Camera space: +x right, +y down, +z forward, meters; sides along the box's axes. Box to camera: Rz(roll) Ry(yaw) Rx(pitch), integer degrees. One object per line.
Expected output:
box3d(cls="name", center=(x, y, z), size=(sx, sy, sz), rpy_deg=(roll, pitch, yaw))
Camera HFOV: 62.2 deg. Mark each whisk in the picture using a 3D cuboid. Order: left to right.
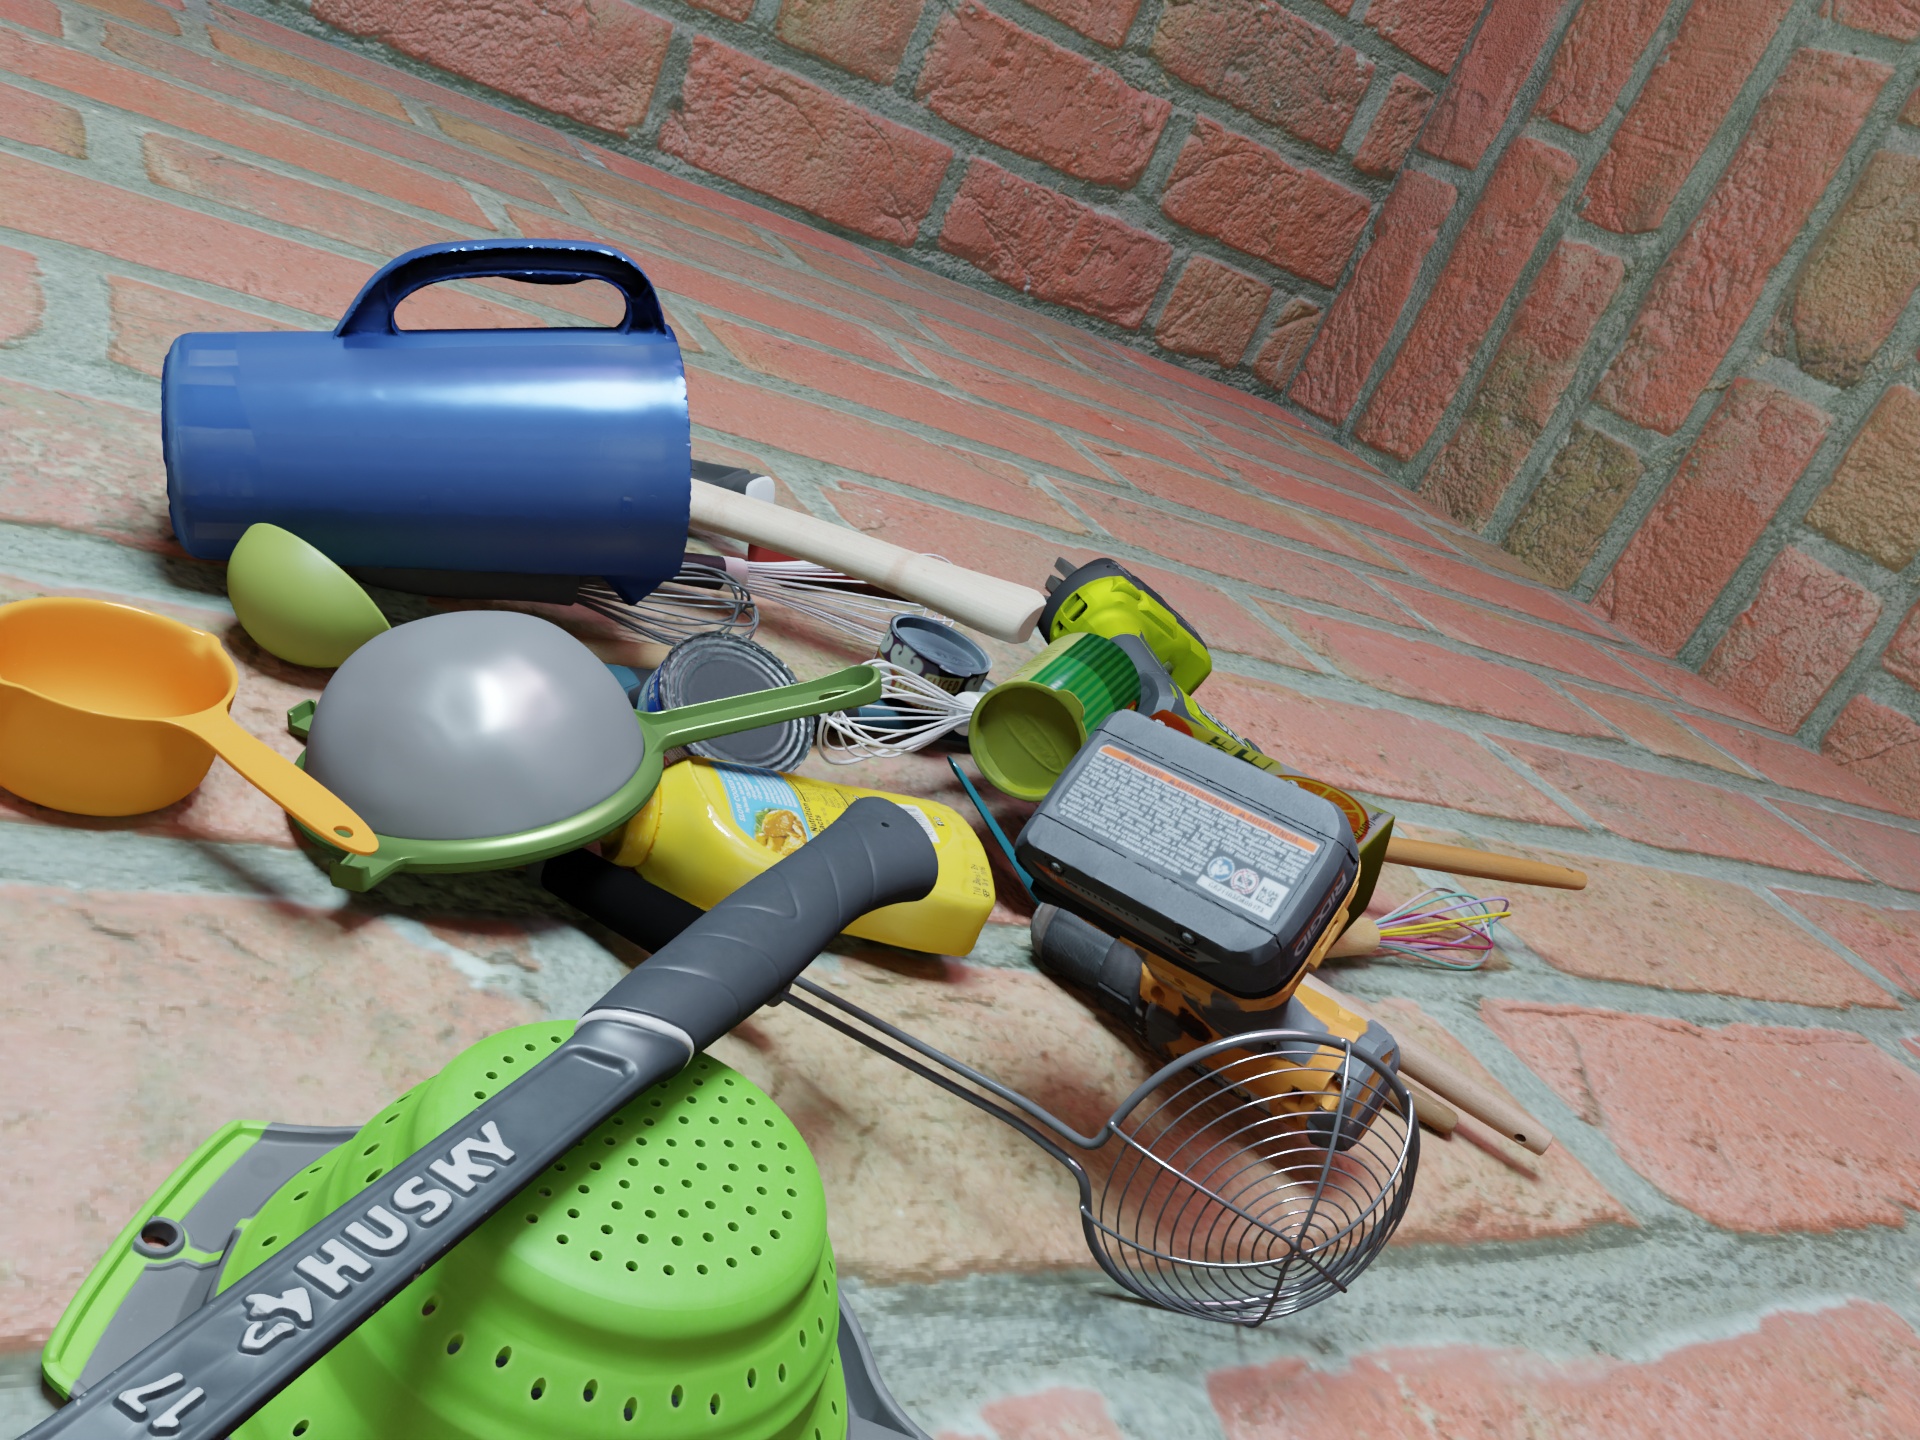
box3d(cls="whisk", center=(-0.221, -0.073, 0.895), size=(0.238, 0.055, 0.055), rpy_deg=(5, 28, -33))
box3d(cls="whisk", center=(-0.120, -0.092, 1.034), size=(0.284, 0.070, 0.070), rpy_deg=(6, 28, -31))
box3d(cls="whisk", center=(-0.001, -0.003, 0.887), size=(0.058, 0.059, 0.246), rpy_deg=(33, 17, 29))
box3d(cls="whisk", center=(0.258, 0.132, 0.970), size=(0.244, 0.051, 0.047), rpy_deg=(1, 10, -40))

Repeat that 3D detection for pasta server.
box3d(cls="pasta server", center=(0.171, 0.129, 0.850), size=(0.316, 0.060, 0.040), rpy_deg=(32, 44, 17))

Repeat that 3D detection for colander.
box3d(cls="colander", center=(-0.027, 0.181, 0.436), size=(0.397, 0.094, 0.205), rpy_deg=(23, 21, -6))

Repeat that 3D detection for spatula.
box3d(cls="spatula", center=(0.119, 0.118, 0.824), size=(0.317, 0.044, 0.082), rpy_deg=(30, -6, 6))
box3d(cls="spatula", center=(0.262, 0.088, 1.010), size=(0.322, 0.041, 0.081), rpy_deg=(10, 25, -20))

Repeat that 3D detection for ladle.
box3d(cls="ladle", center=(-0.218, -0.050, 0.823), size=(0.078, 0.062, 0.320), rpy_deg=(10, 3, 40))

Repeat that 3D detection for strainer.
box3d(cls="strainer", center=(-0.151, -0.014, 0.668), size=(0.256, 0.069, 0.152), rpy_deg=(-12, 30, -24))

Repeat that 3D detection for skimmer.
box3d(cls="skimmer", center=(-0.006, 0.118, 0.622), size=(0.363, 0.127, 0.090), rpy_deg=(23, 23, 22))

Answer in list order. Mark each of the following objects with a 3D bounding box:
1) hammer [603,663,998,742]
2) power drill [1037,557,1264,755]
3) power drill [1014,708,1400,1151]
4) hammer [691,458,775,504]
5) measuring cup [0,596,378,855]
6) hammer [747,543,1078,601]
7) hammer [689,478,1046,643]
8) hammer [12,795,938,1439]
box3d(cls="hammer", center=(-0.076, -0.005, 0.910), size=(0.330, 0.033, 0.128), rpy_deg=(5, 30, -43))
box3d(cls="power drill", center=(0.146, -0.008, 1.096), size=(0.171, 0.080, 0.223), rpy_deg=(35, 17, -30))
box3d(cls="power drill", center=(0.091, 0.089, 0.684), size=(0.185, 0.084, 0.226), rpy_deg=(26, -21, 31))
box3d(cls="hammer", center=(-0.265, -0.139, 0.984), size=(0.127, 0.034, 0.337), rpy_deg=(16, 19, 28))
box3d(cls="measuring cup", center=(-0.287, 0.019, 0.585), size=(0.174, 0.052, 0.095), rpy_deg=(33, 22, 12))
box3d(cls="hammer", center=(-0.009, -0.109, 1.229), size=(0.358, 0.036, 0.149), rpy_deg=(8, 27, -40))
box3d(cls="hammer", center=(-0.140, -0.130, 0.974), size=(0.410, 0.038, 0.146), rpy_deg=(17, 27, -18))
box3d(cls="hammer", center=(-0.097, 0.087, 0.397), size=(0.149, 0.036, 0.409), rpy_deg=(28, 21, 12))
